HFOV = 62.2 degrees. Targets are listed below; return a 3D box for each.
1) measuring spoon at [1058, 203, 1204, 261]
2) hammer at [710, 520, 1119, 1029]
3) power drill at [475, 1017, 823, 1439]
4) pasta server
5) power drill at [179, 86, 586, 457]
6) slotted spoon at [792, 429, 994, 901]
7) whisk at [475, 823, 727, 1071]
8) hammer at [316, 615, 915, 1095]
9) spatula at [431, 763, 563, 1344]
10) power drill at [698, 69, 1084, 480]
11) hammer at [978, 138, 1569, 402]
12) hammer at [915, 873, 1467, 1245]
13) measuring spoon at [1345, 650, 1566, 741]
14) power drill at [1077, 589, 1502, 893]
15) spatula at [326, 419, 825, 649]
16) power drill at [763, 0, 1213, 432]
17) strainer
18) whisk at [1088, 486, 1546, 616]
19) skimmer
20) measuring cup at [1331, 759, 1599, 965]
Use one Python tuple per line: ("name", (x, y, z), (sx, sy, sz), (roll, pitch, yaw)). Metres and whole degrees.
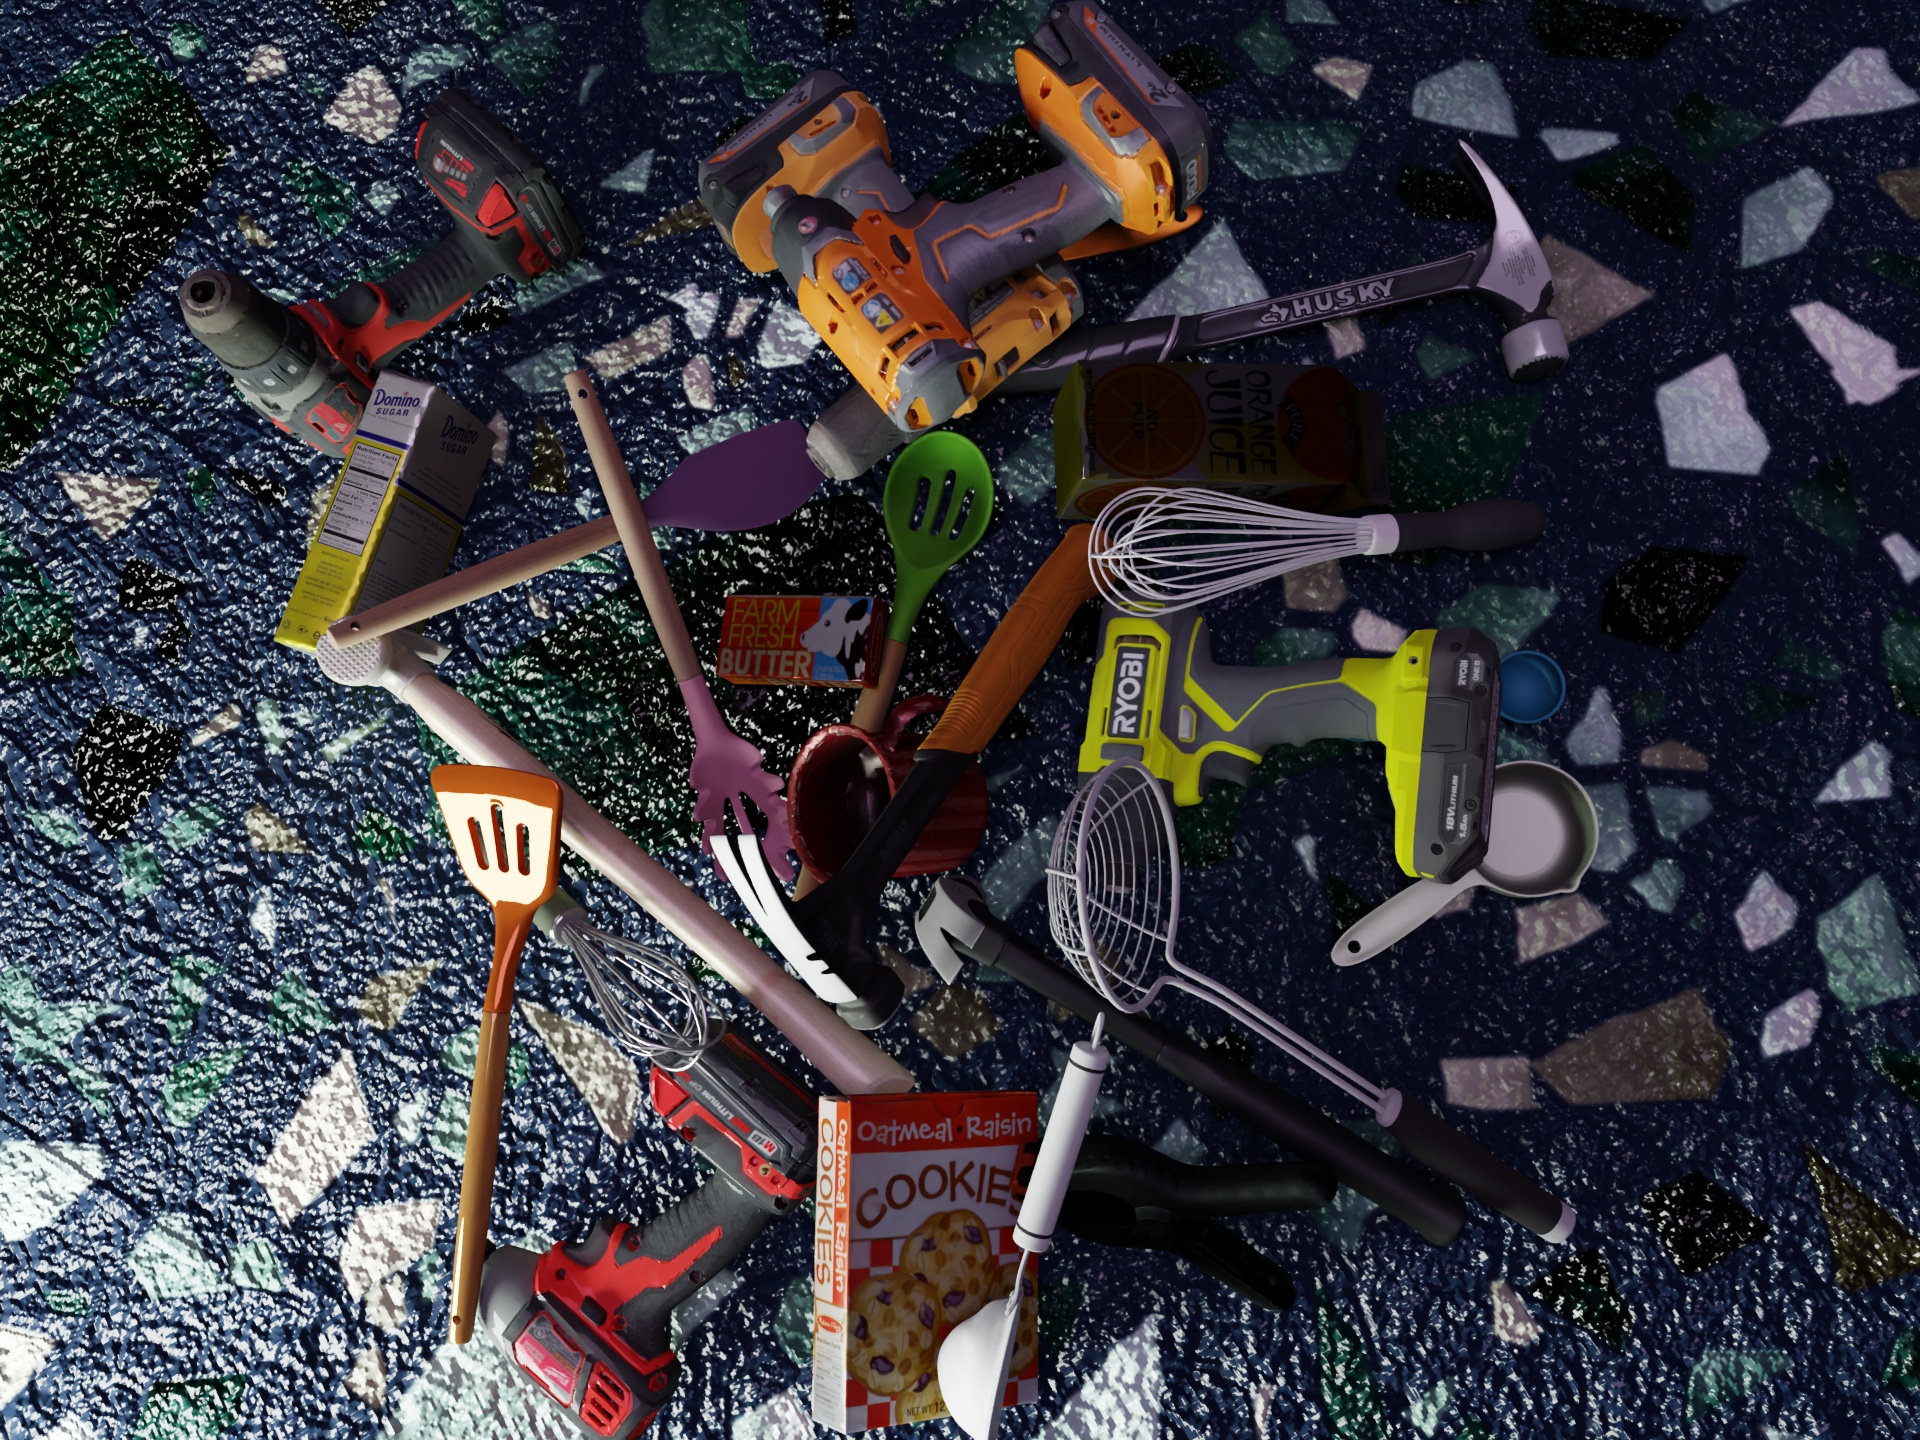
("measuring spoon", (0.096, -0.304, 0.995), (0.117, 0.011, 0.021), (-15, 79, 5))
("hammer", (-0.001, -0.003, 0.857), (0.034, 0.127, 0.337), (-8, 37, 44))
("power drill", (-0.179, 0.284, 0.903), (0.143, 0.078, 0.219), (37, 90, 12))
("pasta server", (-0.165, -0.050, 0.921), (0.060, 0.040, 0.316), (-22, 102, -13))
("power drill", (-0.350, -0.272, 0.962), (0.080, 0.187, 0.227), (42, 84, 11))
("slotted spoon", (-0.050, -0.024, 0.960), (0.070, 0.031, 0.314), (17, 85, 14))
("whisk", (-0.218, 0.121, 0.908), (0.247, 0.059, 0.057), (32, 118, 37))
("hammer", (-0.191, 0.085, 0.932), (0.410, 0.146, 0.038), (40, 88, 2))
("spatula", (-0.264, 0.185, 0.877), (0.081, 0.041, 0.322), (6, 90, 15))
("power drill", (-0.064, -0.263, 0.958), (0.185, 0.084, 0.226), (-41, 71, -5))
("hammer", (0.146, -0.242, 0.967), (0.409, 0.036, 0.149), (-11, 78, 6))
("hammer", (0.123, 0.185, 0.861), (0.335, 0.146, 0.035), (31, 93, 3))
("measuring spoon", (0.284, -0.008, 0.923), (0.128, 0.021, 0.042), (-14, 80, 14))
("power drill", (0.178, 0.020, 0.884), (0.223, 0.080, 0.171), (4, 80, 23))
("spatula", (-0.212, -0.105, 0.924), (0.316, 0.018, 0.060), (-27, 86, -29))
("power drill", (0.007, -0.287, 0.877), (0.226, 0.084, 0.164), (-39, 75, -1))
("strainer", (0.033, 0.268, 0.809), (0.050, 0.087, 0.258), (18, 97, 7))
("whisk", (0.205, -0.101, 0.893), (0.284, 0.070, 0.070), (-6, 79, -16))
("skimmer", (0.192, 0.158, 0.823), (0.363, 0.090, 0.127), (35, 45, -6))
("measuring cup", (0.278, 0.088, 0.894), (0.167, 0.038, 0.083), (-35, 78, 3))
